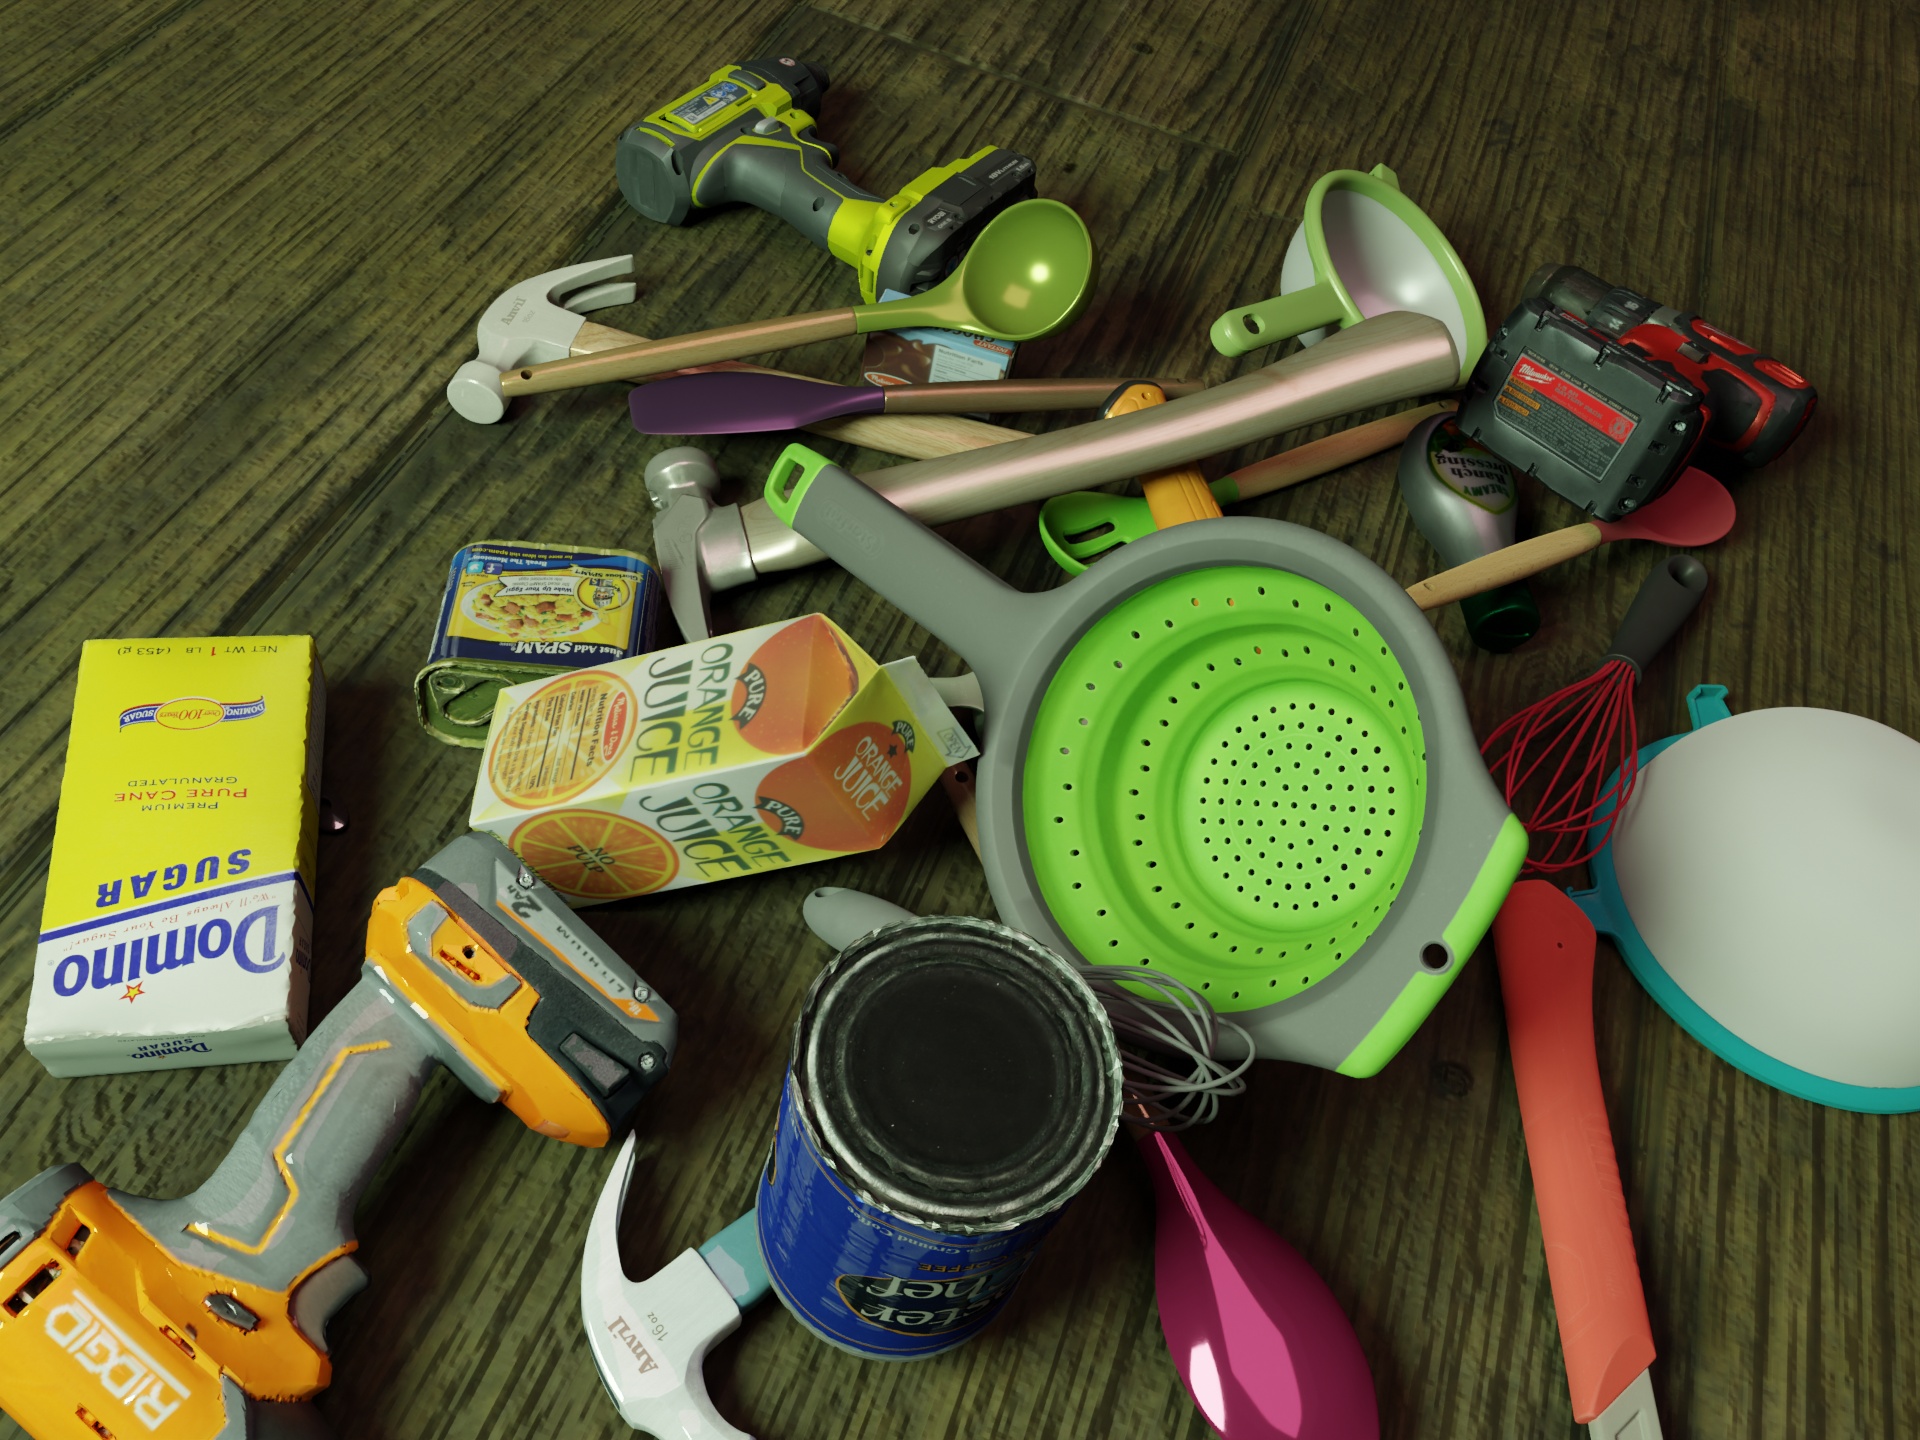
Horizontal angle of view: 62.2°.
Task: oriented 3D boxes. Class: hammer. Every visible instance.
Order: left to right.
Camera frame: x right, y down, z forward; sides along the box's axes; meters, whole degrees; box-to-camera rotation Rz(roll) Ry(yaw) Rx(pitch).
[{"bbox_3d":[-0.098,-0.179,0.874,0.331,0.031,0.130,14,52,0],"label":"hammer"},{"bbox_3d":[-0.004,0.153,0.635,0.331,0.033,0.128,-33,66,-30],"label":"hammer"},{"bbox_3d":[0.052,-0.122,0.790,0.410,0.038,0.146,-16,57,-3],"label":"hammer"},{"bbox_3d":[0.145,-0.042,0.778,0.127,0.034,0.337,-7,56,-18],"label":"hammer"},{"bbox_3d":[0.242,0.223,0.626,0.149,0.036,0.359,7,52,-5],"label":"hammer"}]

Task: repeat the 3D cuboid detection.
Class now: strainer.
[{"bbox_3d":[0.208,-0.233,0.927,0.256,0.069,0.151,-27,86,-41],"label":"strainer"},{"bbox_3d":[0.463,0.102,0.723,0.340,0.095,0.211,35,55,18],"label":"strainer"}]

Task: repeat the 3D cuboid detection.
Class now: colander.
[{"bbox_3d":[0.061,-0.013,0.674,0.397,0.204,0.094,39,14,34],"label":"colander"}]

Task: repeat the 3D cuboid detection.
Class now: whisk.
[{"bbox_3d":[0.014,0.099,0.606,0.055,0.055,0.239,-34,30,-30],"label":"whisk"},{"bbox_3d":[0.331,-0.014,0.814,0.073,0.073,0.296,35,48,16],"label":"whisk"}]

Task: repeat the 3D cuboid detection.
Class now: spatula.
[{"bbox_3d":[-0.017,-0.174,0.855,0.316,0.018,0.060,-4,44,-14],"label":"spatula"}]

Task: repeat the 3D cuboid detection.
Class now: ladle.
[{"bbox_3d":[-0.081,-0.212,0.832,0.320,0.062,0.078,-13,72,-10],"label":"ladle"},{"bbox_3d":[0.325,-0.094,0.850,0.315,0.031,0.069,-19,52,-39],"label":"ladle"}]

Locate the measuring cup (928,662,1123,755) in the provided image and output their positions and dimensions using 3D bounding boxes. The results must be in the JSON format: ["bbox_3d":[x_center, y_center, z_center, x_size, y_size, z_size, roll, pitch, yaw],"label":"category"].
[{"bbox_3d":[-0.001,-0.002,0.754,0.167,0.038,0.083,-3,54,-10],"label":"measuring cup"}]

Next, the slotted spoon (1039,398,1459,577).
[{"bbox_3d":[0.172,-0.135,0.895,0.313,0.031,0.070,-23,60,-27],"label":"slotted spoon"}]

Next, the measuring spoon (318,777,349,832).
[{"bbox_3d":[-0.311,0.007,0.698,0.124,0.018,0.034,38,55,17],"label":"measuring spoon"}]

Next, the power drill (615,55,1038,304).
[{"bbox_3d":[-0.072,-0.331,0.969,0.223,0.080,0.171,31,54,17],"label":"power drill"}]

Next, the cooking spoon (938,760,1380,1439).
[{"bbox_3d":[0.063,0.140,0.626,0.068,0.017,0.319,-19,60,-20],"label":"cooking spoon"}]

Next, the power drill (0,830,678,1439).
[{"bbox_3d":[-0.205,0.167,0.551,0.164,0.084,0.226,45,59,-2],"label":"power drill"}]

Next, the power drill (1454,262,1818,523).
[{"bbox_3d":[0.376,-0.204,0.924,0.188,0.080,0.226,42,40,25],"label":"power drill"}]
